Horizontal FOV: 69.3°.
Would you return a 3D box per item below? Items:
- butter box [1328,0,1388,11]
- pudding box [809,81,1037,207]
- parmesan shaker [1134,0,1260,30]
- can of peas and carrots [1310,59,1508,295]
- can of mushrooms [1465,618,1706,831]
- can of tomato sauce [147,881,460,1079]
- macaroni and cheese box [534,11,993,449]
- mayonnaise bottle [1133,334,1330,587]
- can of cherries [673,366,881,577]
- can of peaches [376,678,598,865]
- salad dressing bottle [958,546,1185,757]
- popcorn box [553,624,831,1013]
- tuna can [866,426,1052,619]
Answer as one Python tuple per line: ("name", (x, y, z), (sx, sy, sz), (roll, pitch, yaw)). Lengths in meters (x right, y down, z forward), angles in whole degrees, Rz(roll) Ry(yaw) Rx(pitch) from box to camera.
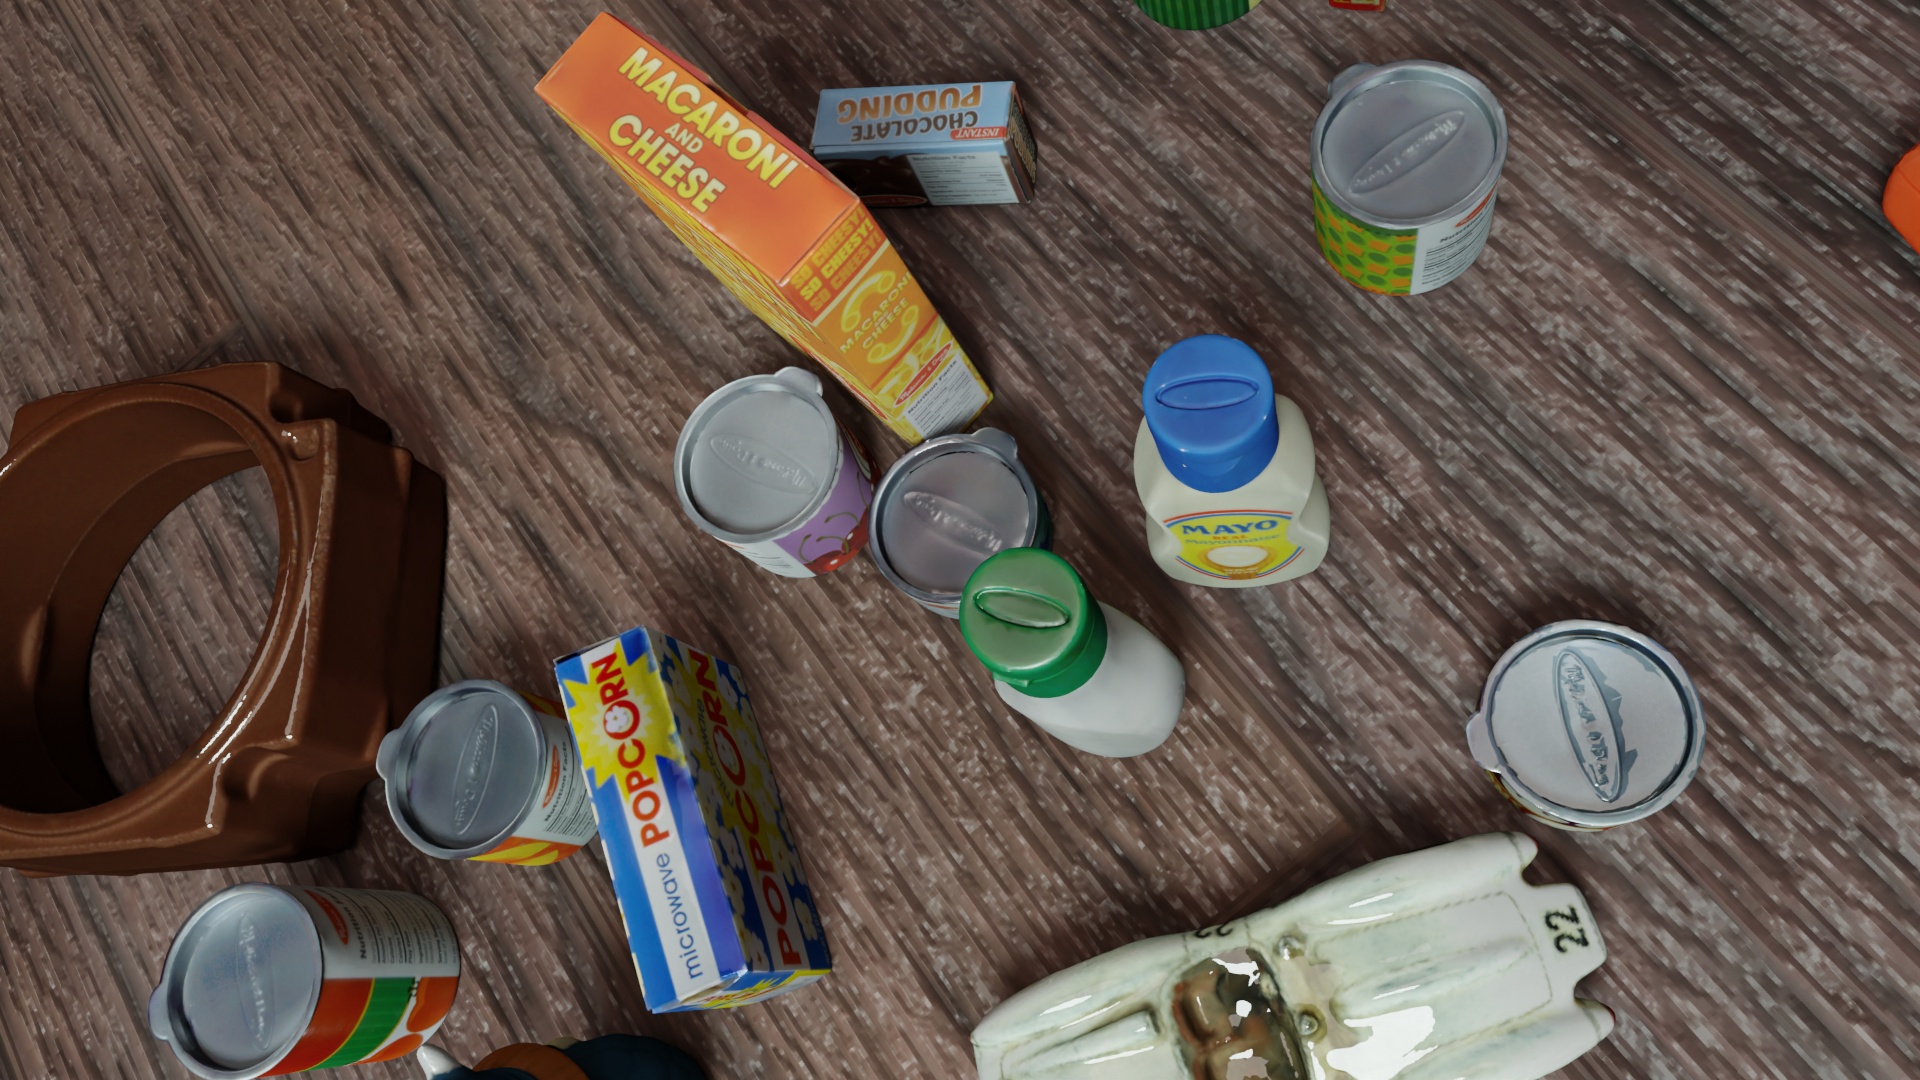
("butter box", (0.171, -0.269, 0.551), (0.024, 0.053, 0.103), (16, 79, 19))
("pudding box", (-0.014, -0.162, 0.571), (0.084, 0.049, 0.030), (2, 75, 16))
("parmesan shaker", (0.089, -0.254, 0.542), (0.071, 0.103, 0.071), (-4, 73, 14))
("can of peas and carrots", (0.161, -0.133, 0.510), (0.071, 0.058, 0.071), (-4, 73, 14))
("can of mushrooms", (0.201, 0.061, 0.455), (0.071, 0.033, 0.071), (-4, 73, 14))
("can of tomato sauce", (-0.240, 0.164, 0.517), (0.071, 0.083, 0.071), (-4, 73, 14))
("macaroni and cheese box", (-0.062, -0.103, 0.504), (0.124, 0.166, 0.040), (40, 88, 22))
("mayonnaise bottle", (0.086, -0.021, 0.449), (0.065, 0.148, 0.041), (-4, 74, 14))
("can of cherries", (-0.067, -0.025, 0.540), (0.071, 0.058, 0.071), (-4, 73, 14))
("can of peaches", (-0.177, 0.090, 0.536), (0.071, 0.058, 0.071), (-4, 73, 14))
("salad dressing bottle", (0.036, 0.038, 0.445), (0.064, 0.147, 0.044), (13, 78, 18))
("popcorn box", (-0.094, 0.100, 0.495), (0.038, 0.085, 0.127), (-25, 69, 7))
("tuna can", (0.002, -0.007, 0.530), (0.071, 0.032, 0.071), (-4, 73, 14))
